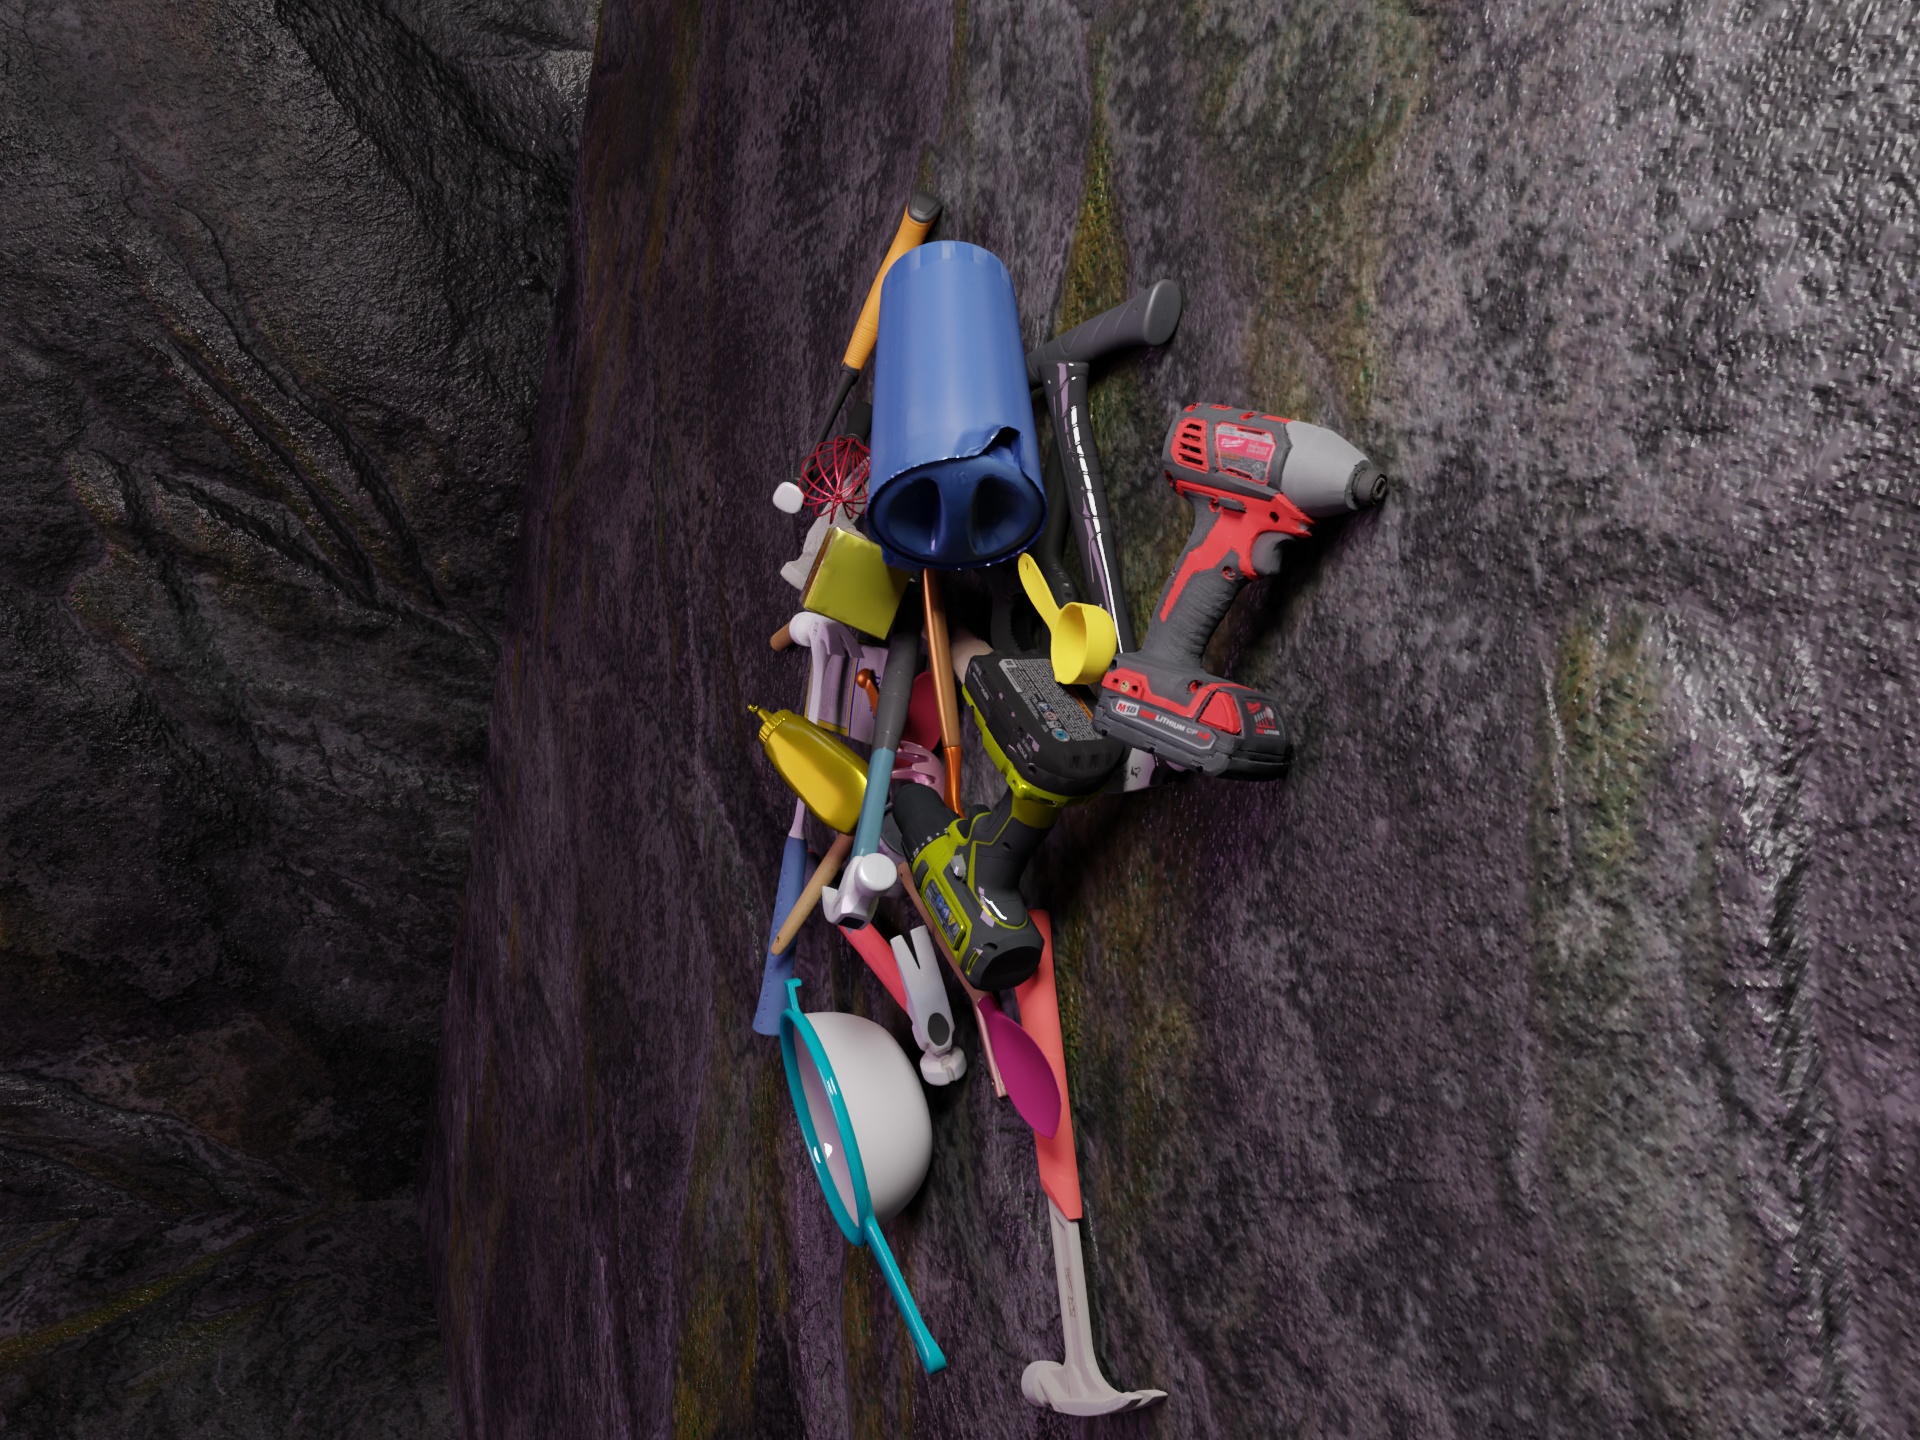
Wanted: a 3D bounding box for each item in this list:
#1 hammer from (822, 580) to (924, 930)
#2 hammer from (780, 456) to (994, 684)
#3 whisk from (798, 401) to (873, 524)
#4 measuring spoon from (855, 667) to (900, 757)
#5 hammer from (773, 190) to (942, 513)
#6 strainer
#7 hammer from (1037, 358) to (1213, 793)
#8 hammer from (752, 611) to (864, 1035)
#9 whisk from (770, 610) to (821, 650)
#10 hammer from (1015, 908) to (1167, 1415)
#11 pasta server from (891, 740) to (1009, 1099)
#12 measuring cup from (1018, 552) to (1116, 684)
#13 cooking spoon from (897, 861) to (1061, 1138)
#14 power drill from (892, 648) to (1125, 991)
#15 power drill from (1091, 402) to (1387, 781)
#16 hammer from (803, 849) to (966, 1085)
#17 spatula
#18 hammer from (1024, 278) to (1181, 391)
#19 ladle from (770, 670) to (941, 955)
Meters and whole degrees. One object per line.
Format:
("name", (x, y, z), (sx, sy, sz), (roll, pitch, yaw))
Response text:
("hammer", (-0.059, 0.018, 1.280), (0.128, 0.033, 0.331), (123, 161, -53))
("hammer", (-0.036, -0.110, 1.425), (0.146, 0.038, 0.411), (-54, 39, 6))
("whisk", (-0.104, -0.252, 1.492), (0.296, 0.073, 0.073), (-85, 12, -64))
("measuring spoon", (-0.076, -0.007, 1.442), (0.021, 0.011, 0.117), (-61, 37, 32))
("hammer", (-0.099, -0.367, 1.584), (0.336, 0.034, 0.127), (-61, 5, 28))
("strainer", (-0.055, 0.380, 1.343), (0.210, 0.095, 0.341), (93, 154, -44))
("hammer", (0.099, -0.109, 1.152), (0.146, 0.035, 0.335), (-32, 65, 57))
("hammer", (-0.154, 0.102, 1.523), (0.144, 0.035, 0.405), (-161, 79, -67))
("whisk", (-0.153, -0.111, 1.678), (0.245, 0.051, 0.047), (-25, 43, 64))
("hammer", (0.075, 0.315, 1.168), (0.149, 0.036, 0.359), (-36, 55, 56))
("pasta server", (-0.006, 0.161, 1.329), (0.060, 0.040, 0.316), (122, 139, -58))
("measuring cup", (0.075, -0.080, 1.147), (0.157, 0.029, 0.062), (-114, 35, -53))
("cooking spoon", (0.011, 0.205, 1.245), (0.319, 0.017, 0.068), (-128, 40, -52))
("power drill", (0.022, 0.060, 1.179), (0.191, 0.080, 0.228), (58, 139, 39))
("power drill", (0.173, -0.079, 0.982), (0.143, 0.078, 0.219), (21, 100, 38))
("hammer", (-0.094, 0.186, 1.469), (0.387, 0.038, 0.143), (36, 144, 62))
("spatula", (-0.002, -0.004, 1.293), (0.081, 0.041, 0.322), (-7, 91, 64))
("hammer", (0.043, -0.280, 1.303), (0.409, 0.036, 0.149), (-10, 72, 58))
("ladle", (-0.092, 0.091, 1.453), (0.315, 0.031, 0.069), (-57, 42, 16))
